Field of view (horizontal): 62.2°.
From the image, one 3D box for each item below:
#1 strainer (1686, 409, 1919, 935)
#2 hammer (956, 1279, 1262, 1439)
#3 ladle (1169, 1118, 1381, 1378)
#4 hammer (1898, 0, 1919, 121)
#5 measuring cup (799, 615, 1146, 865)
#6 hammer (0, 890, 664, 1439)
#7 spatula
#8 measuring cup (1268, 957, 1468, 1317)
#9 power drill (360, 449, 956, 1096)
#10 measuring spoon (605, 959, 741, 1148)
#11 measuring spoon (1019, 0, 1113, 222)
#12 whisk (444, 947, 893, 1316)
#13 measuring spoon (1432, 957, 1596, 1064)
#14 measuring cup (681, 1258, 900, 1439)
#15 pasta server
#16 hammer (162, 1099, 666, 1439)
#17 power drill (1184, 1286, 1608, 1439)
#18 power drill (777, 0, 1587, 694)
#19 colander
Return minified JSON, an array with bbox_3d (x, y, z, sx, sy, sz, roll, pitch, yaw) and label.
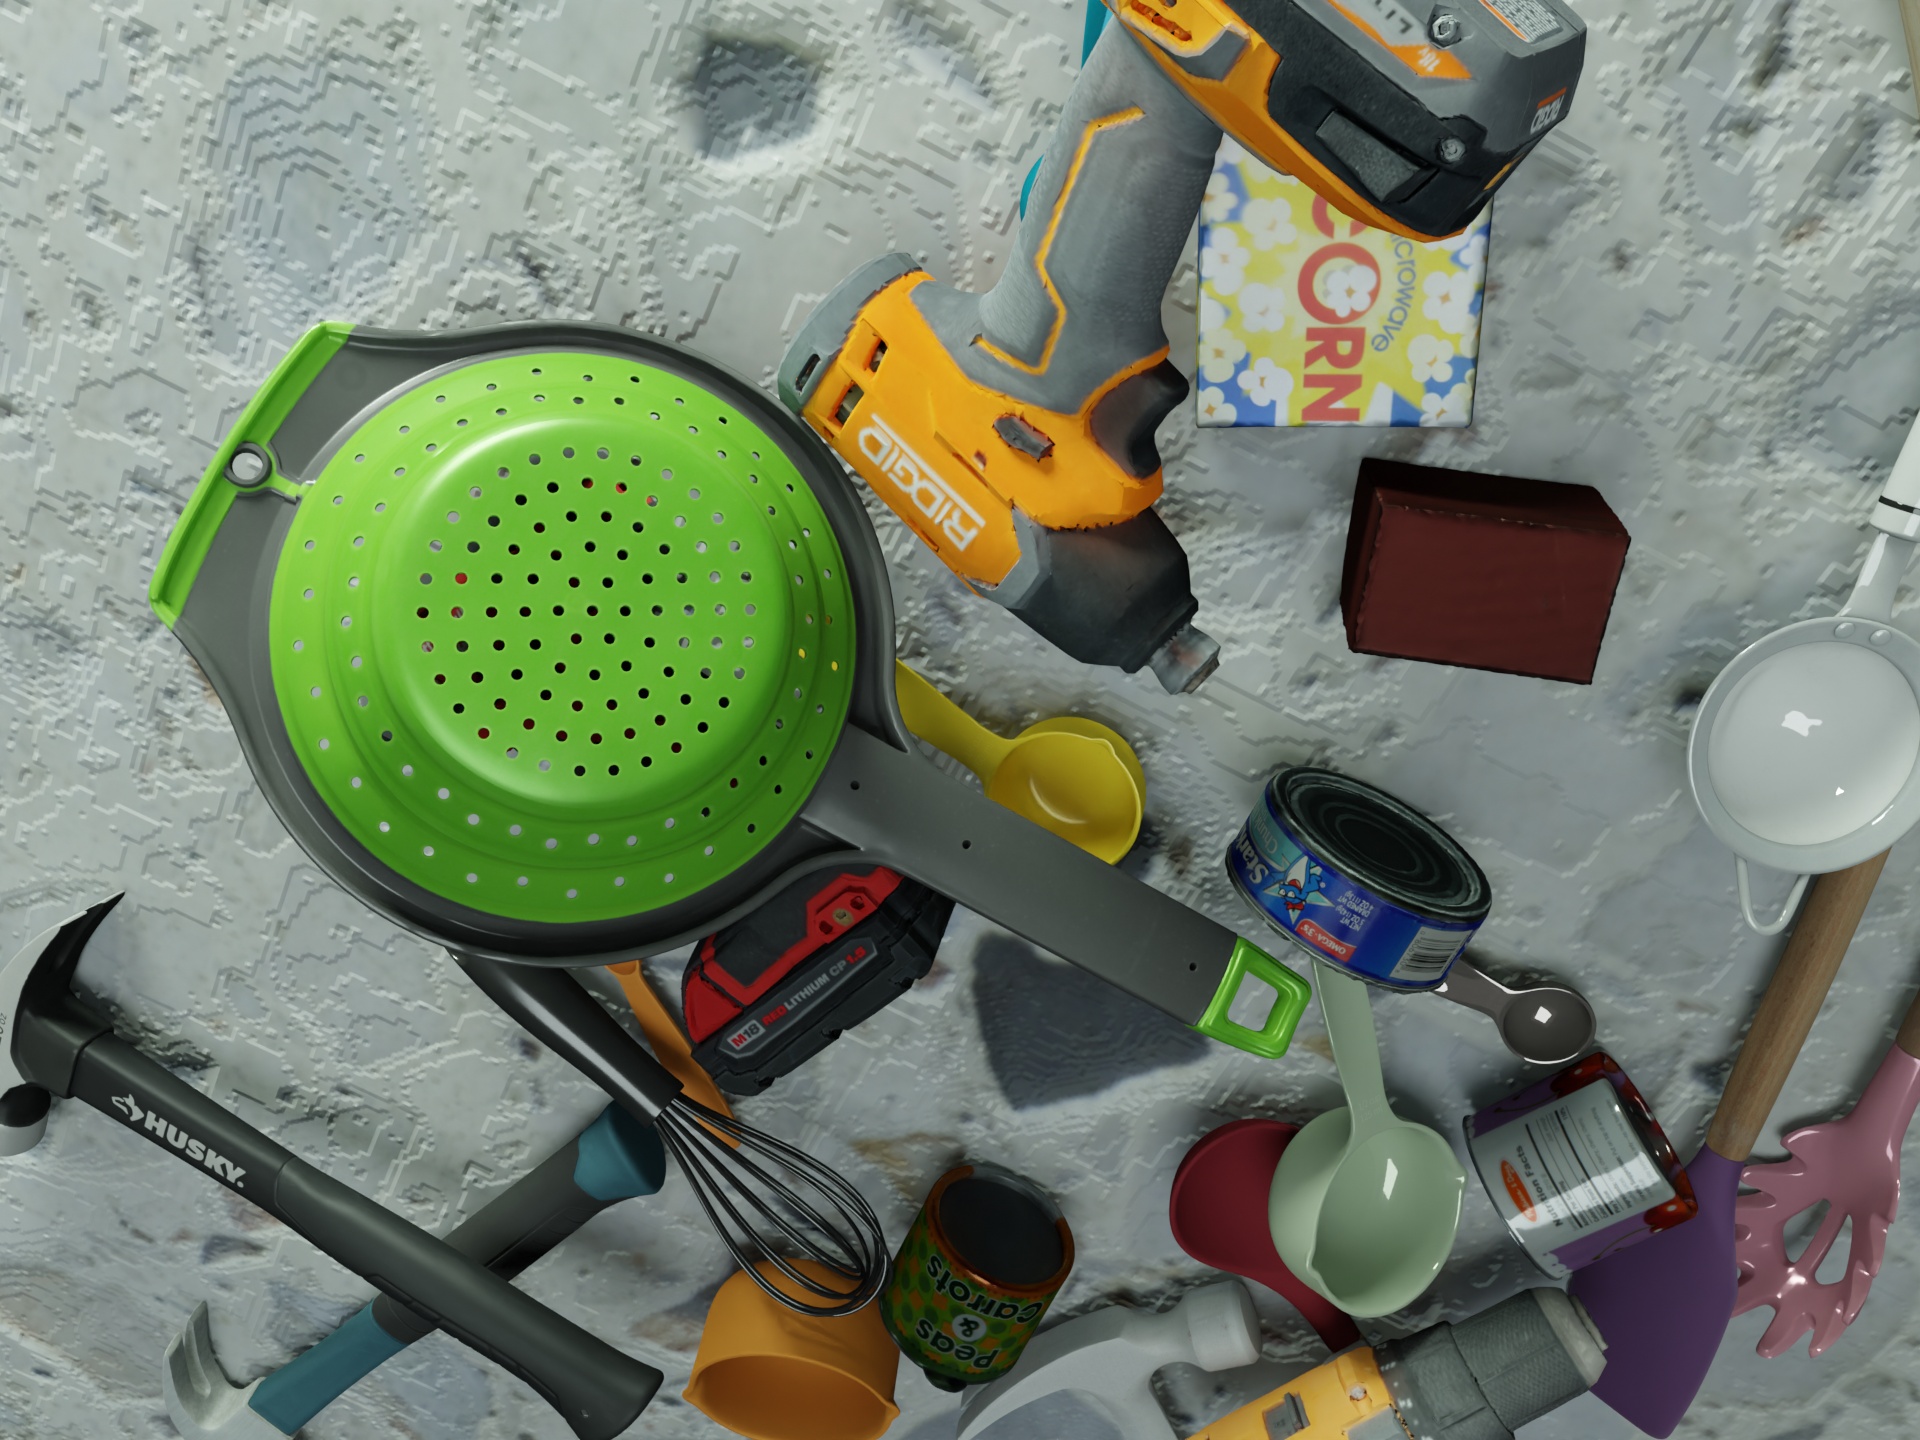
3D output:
[{"bbox_3d":[0.292,-0.055,0.497,0.087,0.050,0.258,13,111,-4],"label":"strainer"},{"bbox_3d":[0.135,0.432,0.752,0.144,0.035,0.405,-20,111,17],"label":"hammer"},{"bbox_3d":[0.177,0.281,0.679,0.069,0.031,0.315,-34,110,1],"label":"ladle"},{"bbox_3d":[0.199,-0.334,0.381,0.146,0.038,0.410,-19,111,18],"label":"hammer"},{"bbox_3d":[-0.001,-0.002,0.580,0.156,0.029,0.062,35,116,5],"label":"measuring cup"},{"bbox_3d":[-0.274,0.202,0.677,0.335,0.035,0.146,30,115,6],"label":"hammer"},{"bbox_3d":[0.292,0.137,0.592,0.060,0.018,0.315,34,122,41],"label":"spatula"},{"bbox_3d":[0.144,0.144,0.607,0.083,0.038,0.167,-20,103,-25],"label":"measuring cup"},{"bbox_3d":[-0.113,0.022,0.576,0.143,0.079,0.219,-38,101,24],"label":"power drill"},{"bbox_3d":[-0.119,0.134,0.666,0.021,0.011,0.116,-11,117,29],"label":"measuring spoon"},{"bbox_3d":[0.044,-0.197,0.476,0.042,0.021,0.128,11,117,3],"label":"measuring spoon"},{"bbox_3d":[-0.122,0.157,0.648,0.239,0.055,0.055,42,114,0],"label":"whisk"},{"bbox_3d":[0.180,0.090,0.599,0.124,0.018,0.034,27,116,3],"label":"measuring spoon"},{"bbox_3d":[-0.064,0.303,0.719,0.095,0.052,0.173,-1,133,10],"label":"measuring cup"},{"bbox_3d":[0.345,0.095,0.560,0.040,0.060,0.316,-5,120,-34],"label":"pasta server"},{"bbox_3d":[-0.252,0.272,0.738,0.331,0.033,0.128,-39,105,22],"label":"hammer"},{"bbox_3d":[0.213,0.342,0.654,0.185,0.084,0.226,-33,107,9],"label":"power drill"},{"bbox_3d":[0.058,-0.115,0.441,0.164,0.084,0.226,46,132,5],"label":"power drill"},{"bbox_3d":[-0.041,0.012,0.481,0.397,0.094,0.204,29,80,-13],"label":"colander"}]
